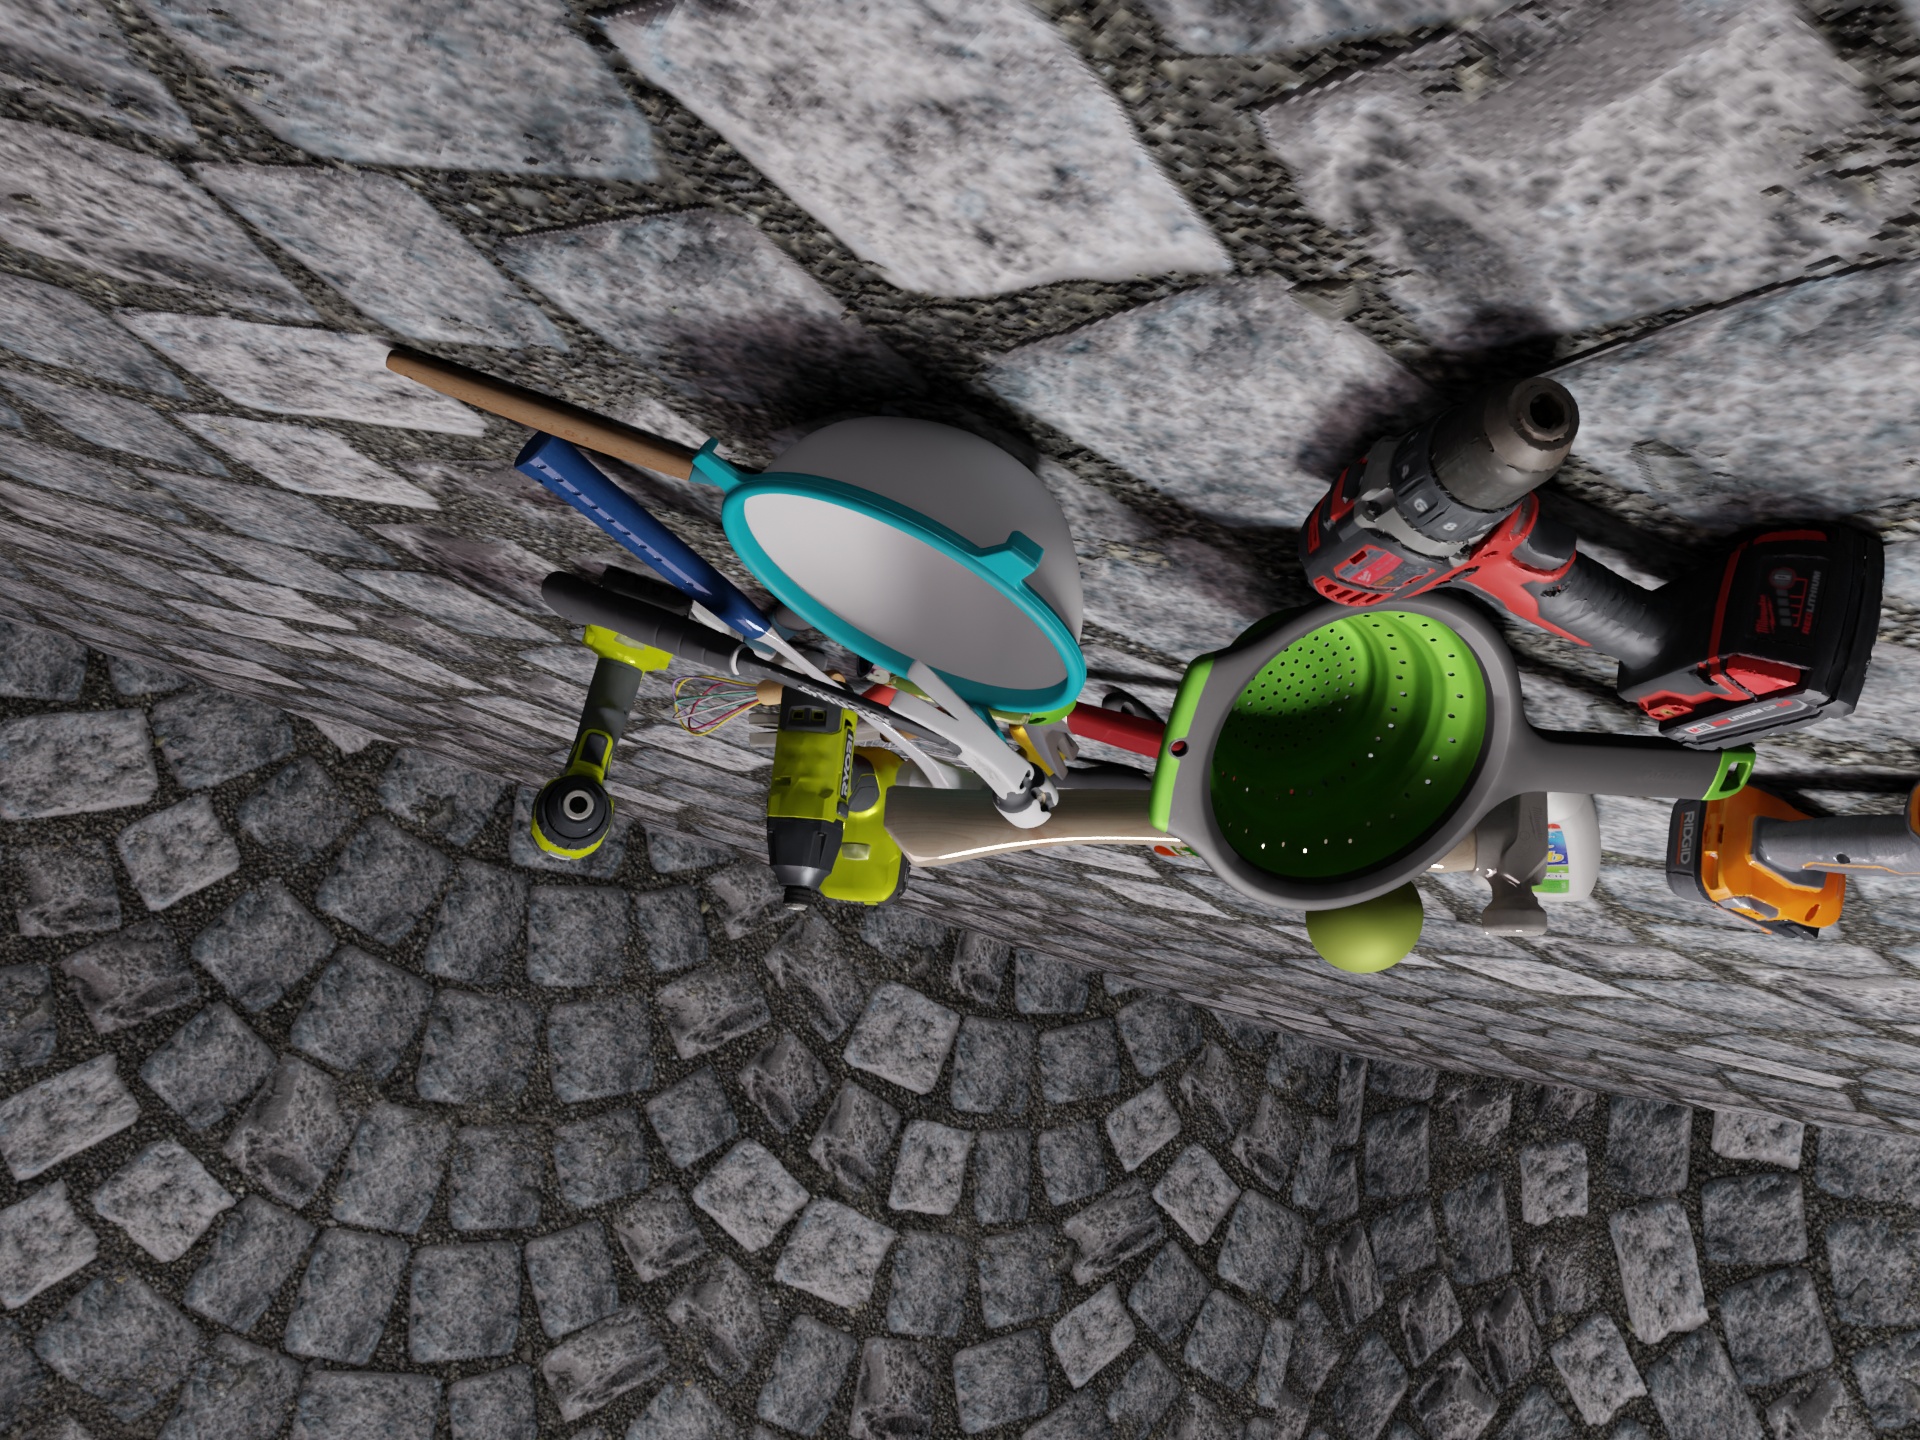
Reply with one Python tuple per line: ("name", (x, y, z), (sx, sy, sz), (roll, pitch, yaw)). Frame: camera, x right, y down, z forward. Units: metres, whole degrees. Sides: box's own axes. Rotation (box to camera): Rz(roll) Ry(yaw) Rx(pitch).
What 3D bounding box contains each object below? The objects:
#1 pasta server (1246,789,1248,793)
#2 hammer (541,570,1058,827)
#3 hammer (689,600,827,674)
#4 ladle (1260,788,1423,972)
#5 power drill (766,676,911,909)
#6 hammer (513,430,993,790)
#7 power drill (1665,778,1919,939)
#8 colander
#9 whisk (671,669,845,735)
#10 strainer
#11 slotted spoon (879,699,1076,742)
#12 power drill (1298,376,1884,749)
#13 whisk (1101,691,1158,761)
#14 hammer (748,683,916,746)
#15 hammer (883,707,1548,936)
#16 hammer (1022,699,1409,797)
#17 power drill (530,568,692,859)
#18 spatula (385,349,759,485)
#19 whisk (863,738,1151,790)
("pasta server", (0.283, 0.096, 1.401), (0.060, 0.040, 0.316), (-10, 162, 27))
("hammer", (-0.130, -0.035, 1.010), (0.409, 0.036, 0.149), (20, 164, 35))
("hammer", (-0.123, -0.080, 1.201), (0.128, 0.033, 0.331), (18, 167, -18))
("ladle", (0.259, 0.094, 1.182), (0.062, 0.078, 0.320), (48, -172, -15))
("power drill", (-0.099, 0.076, 1.272), (0.080, 0.171, 0.223), (3, 167, 12))
("hammer", (-0.124, -0.056, 1.073), (0.405, 0.035, 0.144), (40, 161, -28))
("power drill", (0.577, 0.085, 0.976), (0.164, 0.084, 0.226), (20, 162, -23))
("colander", (0.285, 0.005, 0.940), (0.397, 0.204, 0.095), (3, -154, -18))
("whisk", (-0.176, -0.018, 1.355), (0.051, 0.047, 0.245), (25, 160, -37))
("strainer", (0.002, -0.071, 0.900), (0.211, 0.095, 0.340), (20, 163, 23))
("slotted spoon", (-0.002, -0.004, 1.225), (0.070, 0.031, 0.314), (32, 162, -17))
("power drill", (0.277, -0.070, 0.686), (0.226, 0.080, 0.188), (20, 166, -5))
("whisk", (0.173, 0.034, 1.304), (0.055, 0.055, 0.238), (6, 159, 37))
("hammer", (-0.066, -0.022, 1.309), (0.149, 0.037, 0.359), (-1, 170, -20))
("hammer", (0.158, 0.054, 0.997), (0.410, 0.146, 0.038), (2, 169, 1))
("hammer", (0.217, 0.042, 1.138), (0.386, 0.038, 0.143), (16, 155, 29))
("power drill", (-0.290, 0.001, 1.291), (0.080, 0.228, 0.190), (18, 167, -13))
("spatula", (-0.189, -0.151, 0.955), (0.317, 0.044, 0.082), (19, 170, -12))
("whisk", (0.040, 0.048, 1.503), (0.284, 0.070, 0.070), (6, 165, 17))
